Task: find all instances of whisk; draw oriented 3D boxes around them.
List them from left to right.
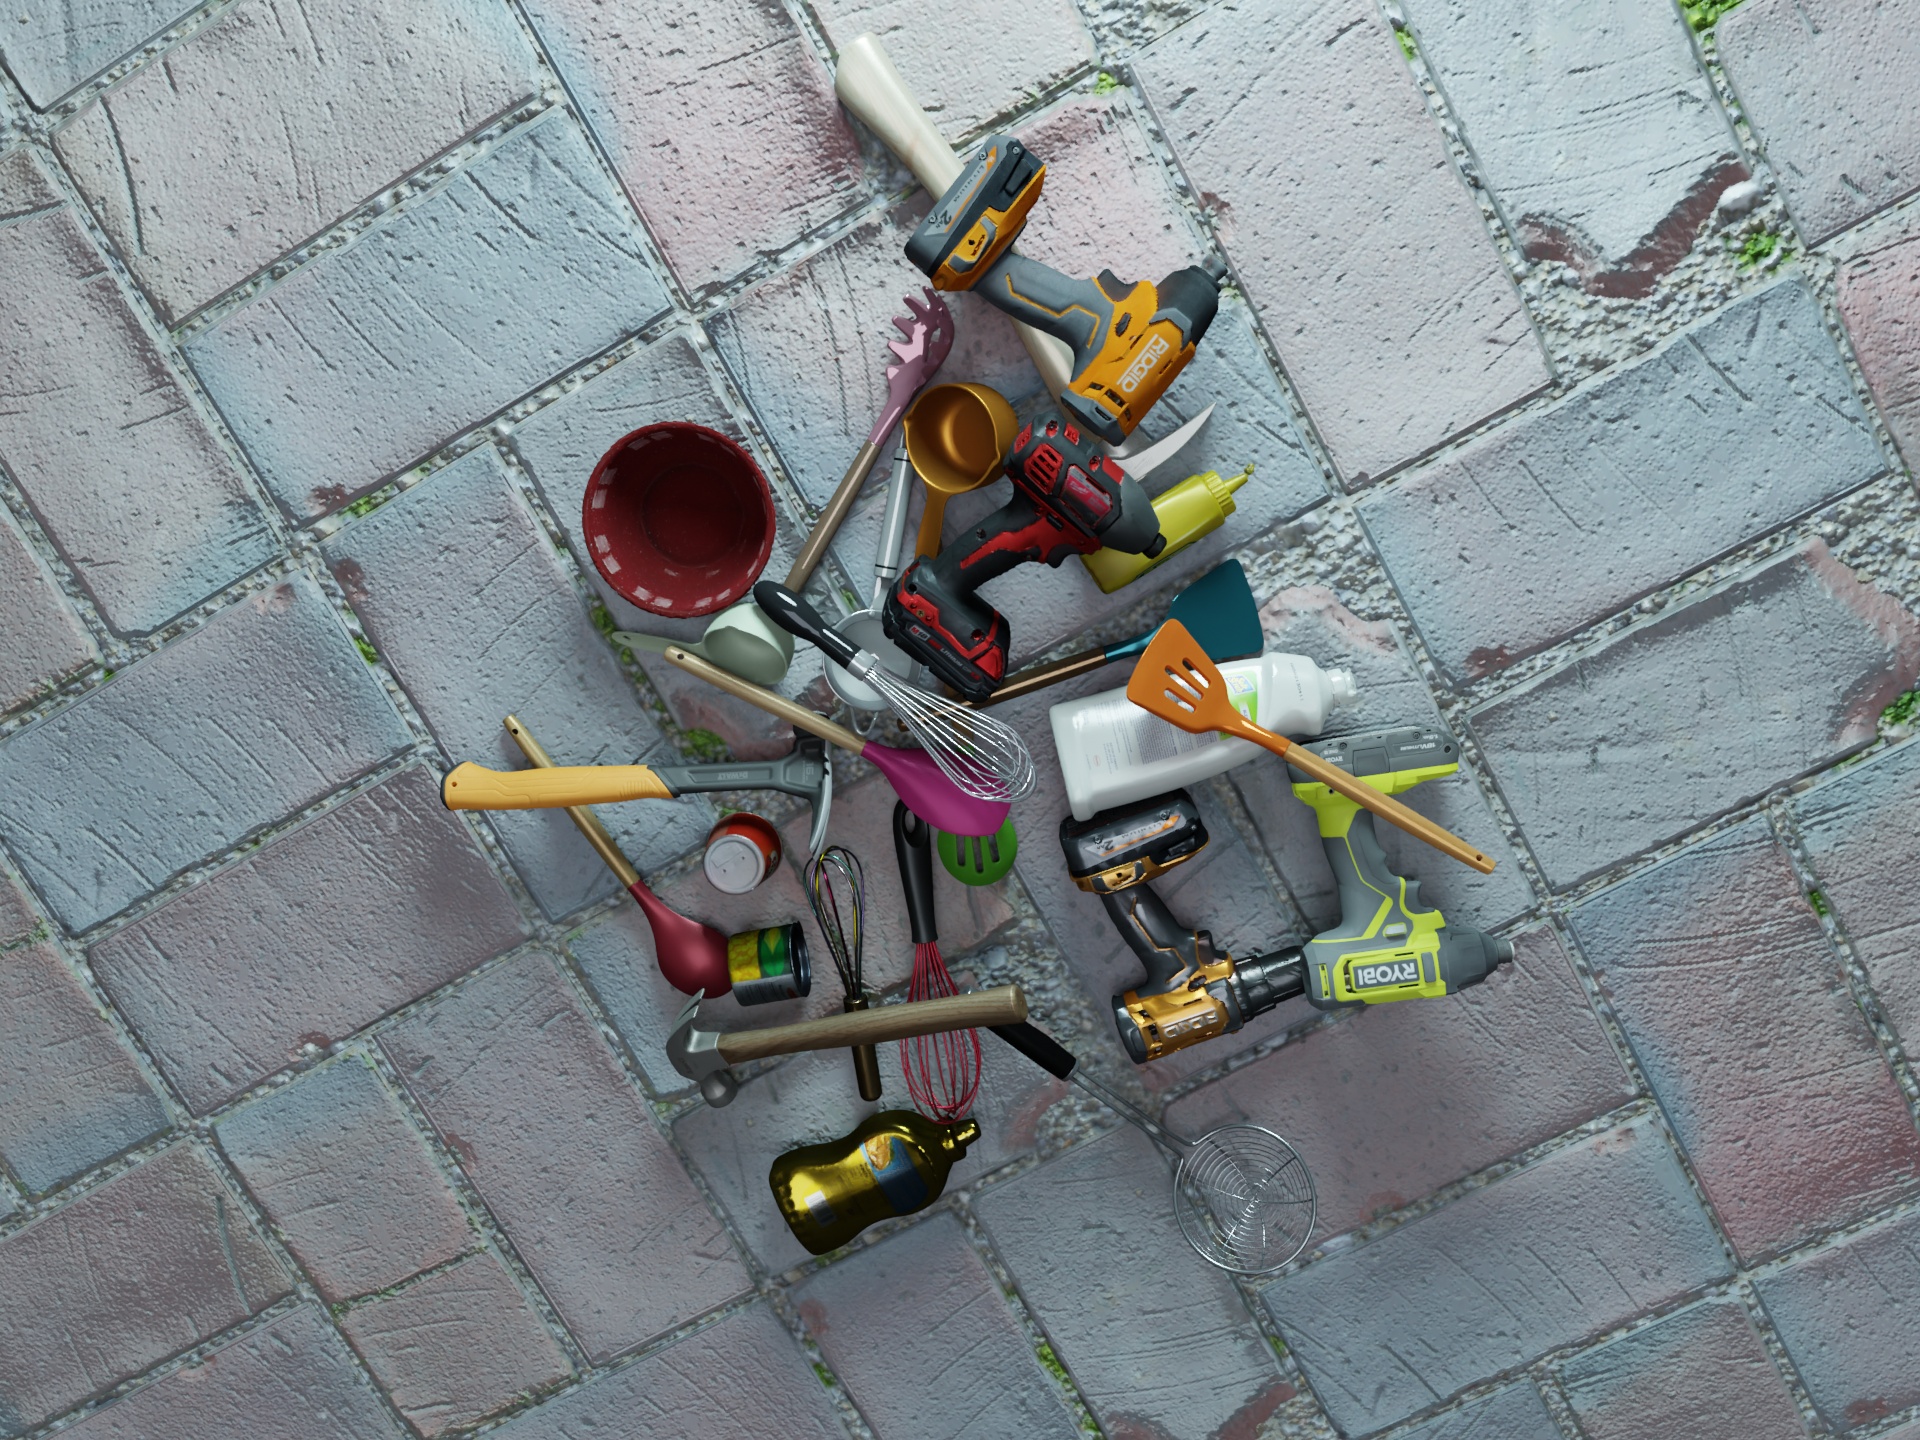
[{"bbox_3d":[-0.100,0.227,1.411,0.051,0.047,0.245,-7,105,4],"label":"whisk"},{"bbox_3d":[-0.055,-0.025,1.300,0.284,0.070,0.070,37,102,3],"label":"whisk"},{"bbox_3d":[-0.028,0.212,1.397,0.073,0.073,0.296,-7,96,5],"label":"whisk"}]

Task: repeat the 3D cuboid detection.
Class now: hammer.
[{"bbox_3d":[-0.277,0.061,1.357,0.337,0.034,0.127,-2,67,3],"label":"hammer"},{"bbox_3d":[-0.103,0.264,1.362,0.331,0.031,0.129,-13,129,19],"label":"hammer"},{"bbox_3d":[0.041,-0.372,1.278,0.146,0.038,0.410,-34,98,8],"label":"hammer"}]

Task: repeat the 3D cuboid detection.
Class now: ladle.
[{"bbox_3d":[-0.304,0.123,1.409,0.069,0.031,0.315,-35,96,9],"label":"ladle"}]

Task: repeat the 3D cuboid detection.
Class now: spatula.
[{"bbox_3d":[0.097,-0.047,1.337,0.317,0.044,0.082,-18,101,6],"label":"spatula"},{"bbox_3d":[0.283,0.033,1.265,0.322,0.041,0.081,31,72,6],"label":"spatula"}]

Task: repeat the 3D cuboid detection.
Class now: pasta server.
[{"bbox_3d":[-0.090,-0.209,1.319,0.040,0.060,0.316,17,110,-45],"label":"pasta server"}]

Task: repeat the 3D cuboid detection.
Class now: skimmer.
[{"bbox_3d":[0.149,0.346,1.380,0.363,0.090,0.127,37,92,-13],"label":"skimmer"}]

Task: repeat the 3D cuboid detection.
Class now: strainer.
[{"bbox_3d":[-0.064,-0.117,1.337,0.086,0.050,0.258,9,97,-16],"label":"strainer"}]

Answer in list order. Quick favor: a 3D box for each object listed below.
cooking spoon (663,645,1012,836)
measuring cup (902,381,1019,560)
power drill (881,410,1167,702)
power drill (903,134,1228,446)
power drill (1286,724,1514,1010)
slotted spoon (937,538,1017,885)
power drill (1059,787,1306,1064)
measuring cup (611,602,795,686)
[{"bbox_3d":[-0.105,0.012,1.339,0.319,0.017,0.069,26,73,0],"label":"cooking spoon"},{"bbox_3d":[-0.004,-0.194,1.308,0.095,0.052,0.173,26,119,24],"label":"measuring cup"},{"bbox_3d":[0.051,-0.124,1.258,0.143,0.079,0.219,37,117,-15],"label":"power drill"},{"bbox_3d":[0.087,-0.344,1.226,0.226,0.084,0.164,39,98,-9],"label":"power drill"},{"bbox_3d":[0.361,0.120,1.322,0.171,0.080,0.223,-8,91,3],"label":"power drill"},{"bbox_3d":[-0.002,-0.004,1.364,0.070,0.031,0.313,-8,100,3],"label":"slotted spoon"},{"bbox_3d":[0.198,0.169,1.365,0.185,0.084,0.226,-20,104,5],"label":"power drill"},{"bbox_3d":[-0.218,-0.073,1.354,0.167,0.038,0.083,8,146,19],"label":"measuring cup"}]
